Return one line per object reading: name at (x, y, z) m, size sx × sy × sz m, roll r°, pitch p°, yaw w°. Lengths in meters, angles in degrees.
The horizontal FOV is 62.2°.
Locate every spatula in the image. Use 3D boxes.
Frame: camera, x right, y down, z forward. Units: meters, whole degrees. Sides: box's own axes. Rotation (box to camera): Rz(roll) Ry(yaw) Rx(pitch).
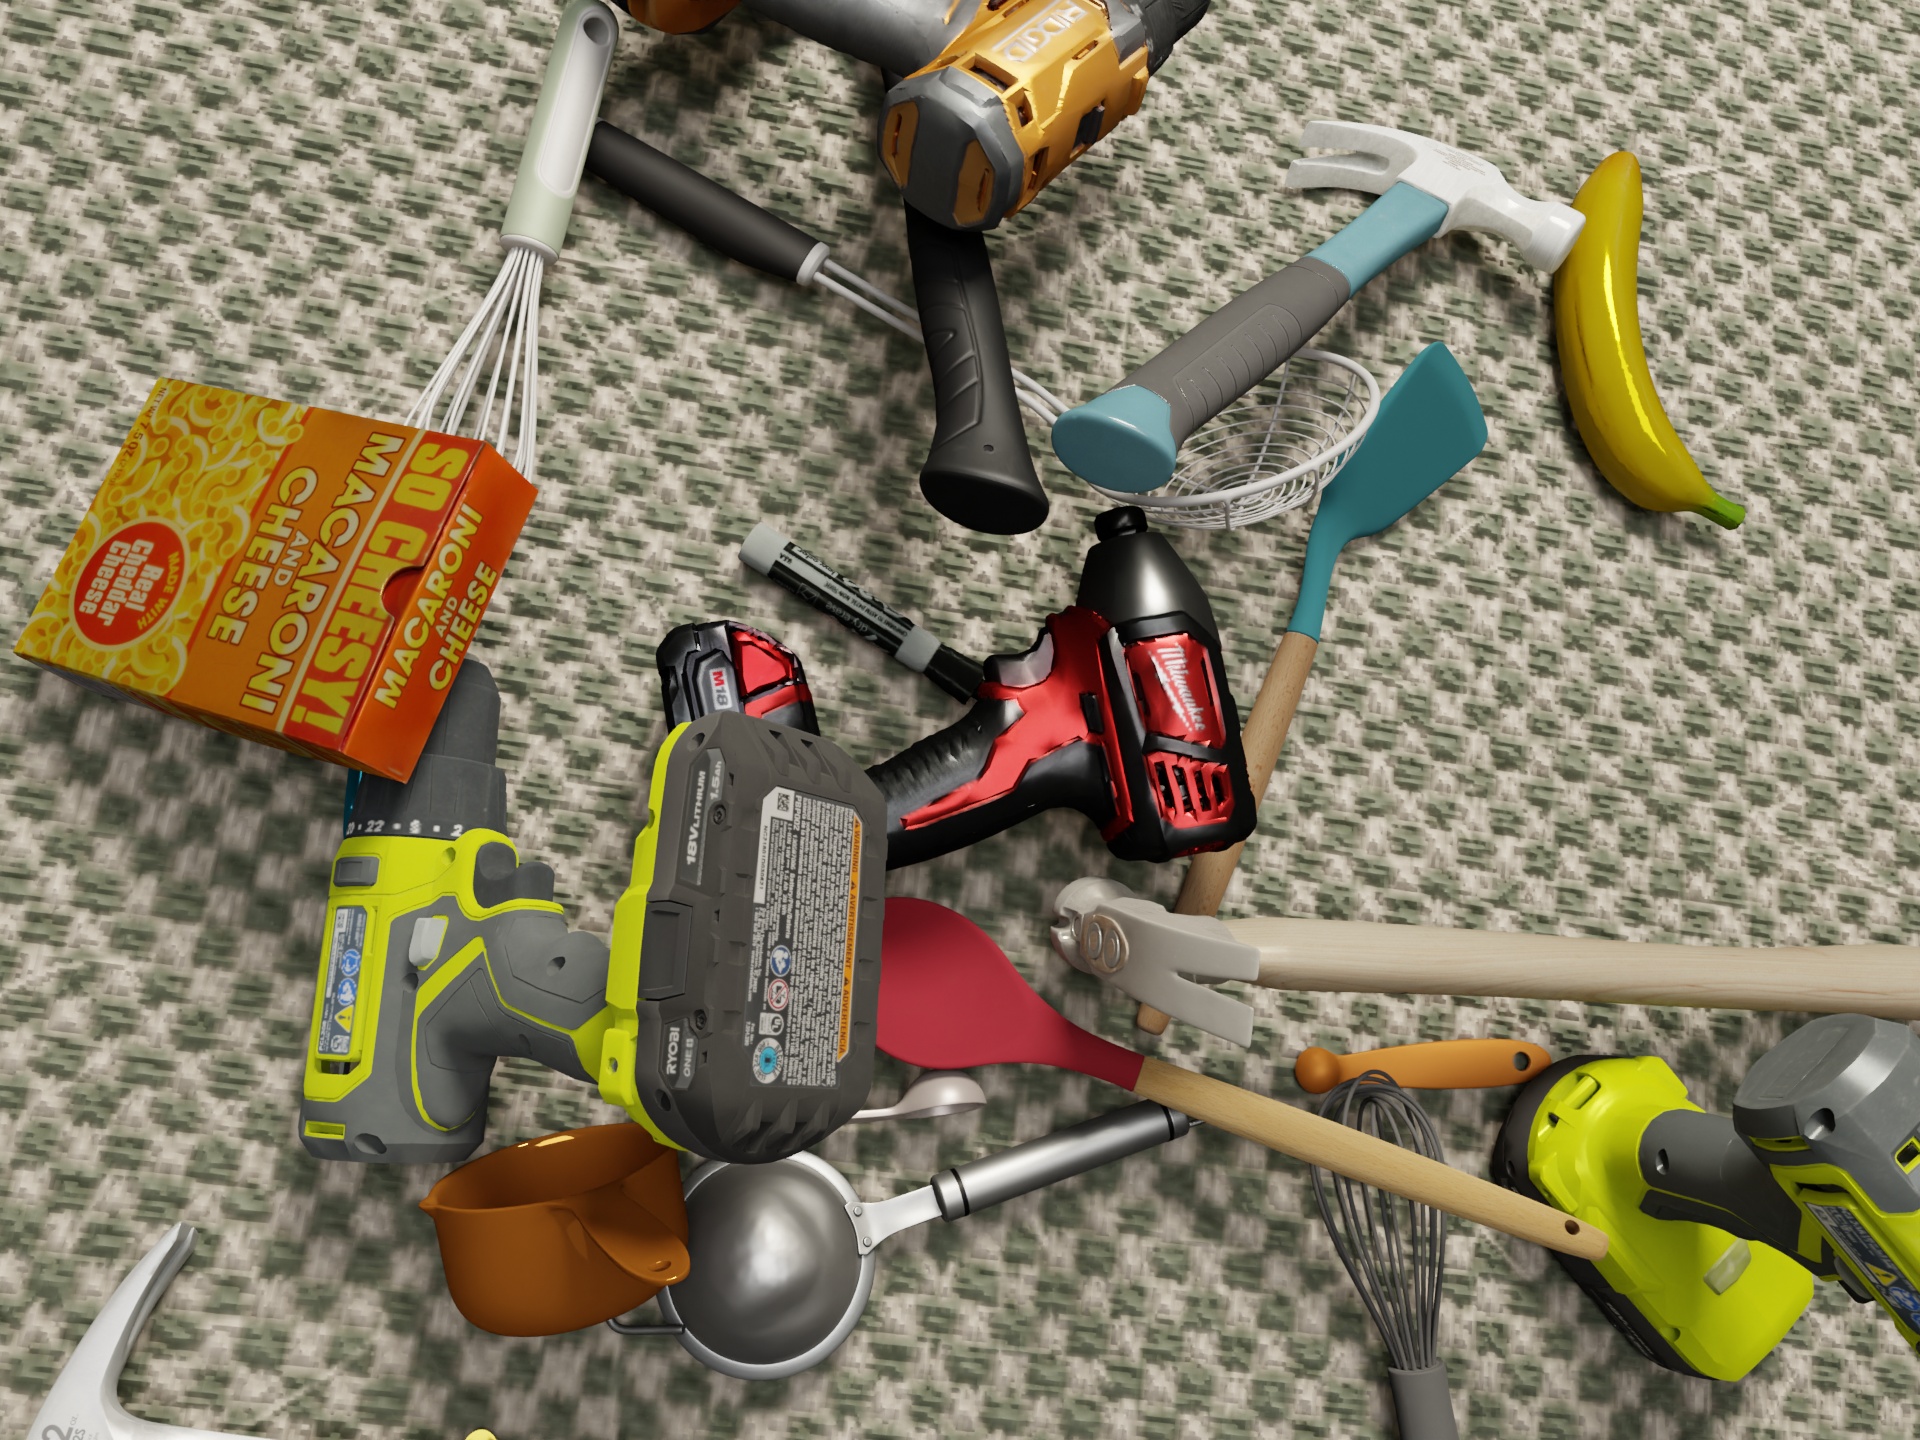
spatula at (0.147, -0.011, 0.687) m, size 0.044 × 0.082 × 0.317 m, roll 14°, pitch 75°, yaw 38°

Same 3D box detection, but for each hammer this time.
hammer at (-0.121, 0.280, 0.575) m, size 0.405 × 0.035 × 0.144 m, roll 11°, pitch 64°, yaw -10°
hammer at (0.251, 0.101, 0.631) m, size 0.410 × 0.146 × 0.038 m, roll 5°, pitch 91°, yaw -17°
hammer at (-0.003, -0.214, 0.656) m, size 0.146 × 0.035 × 0.335 m, roll -4°, pitch 58°, yaw -9°
hammer at (0.145, -0.177, 0.663) m, size 0.128 × 0.033 × 0.331 m, roll 35°, pitch 49°, yaw 17°

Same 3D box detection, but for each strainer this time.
strainer at (-0.012, 0.187, 0.622) m, size 0.258 × 0.050 × 0.087 m, roll -15°, pitch 72°, yaw -16°

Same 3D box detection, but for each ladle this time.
ladle at (0.095, 0.145, 0.620) m, size 0.315 × 0.031 × 0.069 m, roll 20°, pitch 56°, yaw 9°

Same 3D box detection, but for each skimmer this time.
skimmer at (-0.002, -0.188, 0.679) m, size 0.363 × 0.090 × 0.127 m, roll 29°, pitch 47°, yaw 0°

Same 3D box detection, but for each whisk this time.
whisk at (-0.181, -0.187, 0.658) m, size 0.057 × 0.059 × 0.246 m, roll 20°, pitch 78°, yaw -39°
whisk at (0.181, 0.260, 0.634) m, size 0.055 × 0.055 × 0.239 m, roll -8°, pitch 83°, yaw -11°

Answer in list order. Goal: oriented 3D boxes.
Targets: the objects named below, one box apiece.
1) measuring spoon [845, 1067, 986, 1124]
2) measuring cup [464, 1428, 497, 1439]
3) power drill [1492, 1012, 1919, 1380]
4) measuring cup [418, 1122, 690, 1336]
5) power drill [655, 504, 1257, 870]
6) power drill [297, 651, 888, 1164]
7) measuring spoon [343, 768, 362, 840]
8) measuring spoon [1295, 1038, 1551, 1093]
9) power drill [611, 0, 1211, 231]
measuring spoon at (-0.052, 0.150, 0.628) m, size 0.124 × 0.034 × 0.018 m, roll -4°, pitch 69°, yaw -6°
measuring cup at (-0.179, 0.340, 0.571) m, size 0.062 × 0.029 × 0.157 m, roll 4°, pitch 65°, yaw -11°
power drill at (0.307, 0.191, 0.577) m, size 0.080 × 0.223 × 0.171 m, roll -38°, pitch 86°, yaw -15°
measuring cup at (-0.121, 0.184, 0.536) m, size 0.095 × 0.174 × 0.052 m, roll -11°, pitch 95°, yaw -29°
power drill at (-0.001, -0.002, 0.628) m, size 0.219 × 0.078 × 0.143 m, roll -10°, pitch 83°, yaw -5°
power drill at (-0.139, 0.061, 0.554) m, size 0.228 × 0.080 × 0.191 m, roll -6°, pitch 75°, yaw 35°
measuring spoon at (-0.227, -0.013, 0.636) m, size 0.021 × 0.042 × 0.129 m, roll 11°, pitch 83°, yaw -33°
measuring spoon at (0.200, 0.147, 0.679) m, size 0.117 × 0.011 × 0.021 m, roll 0°, pitch 78°, yaw -10°
power drill at (-0.019, -0.309, 0.651) m, size 0.226 × 0.084 × 0.185 m, roll 36°, pitch 59°, yaw 12°
